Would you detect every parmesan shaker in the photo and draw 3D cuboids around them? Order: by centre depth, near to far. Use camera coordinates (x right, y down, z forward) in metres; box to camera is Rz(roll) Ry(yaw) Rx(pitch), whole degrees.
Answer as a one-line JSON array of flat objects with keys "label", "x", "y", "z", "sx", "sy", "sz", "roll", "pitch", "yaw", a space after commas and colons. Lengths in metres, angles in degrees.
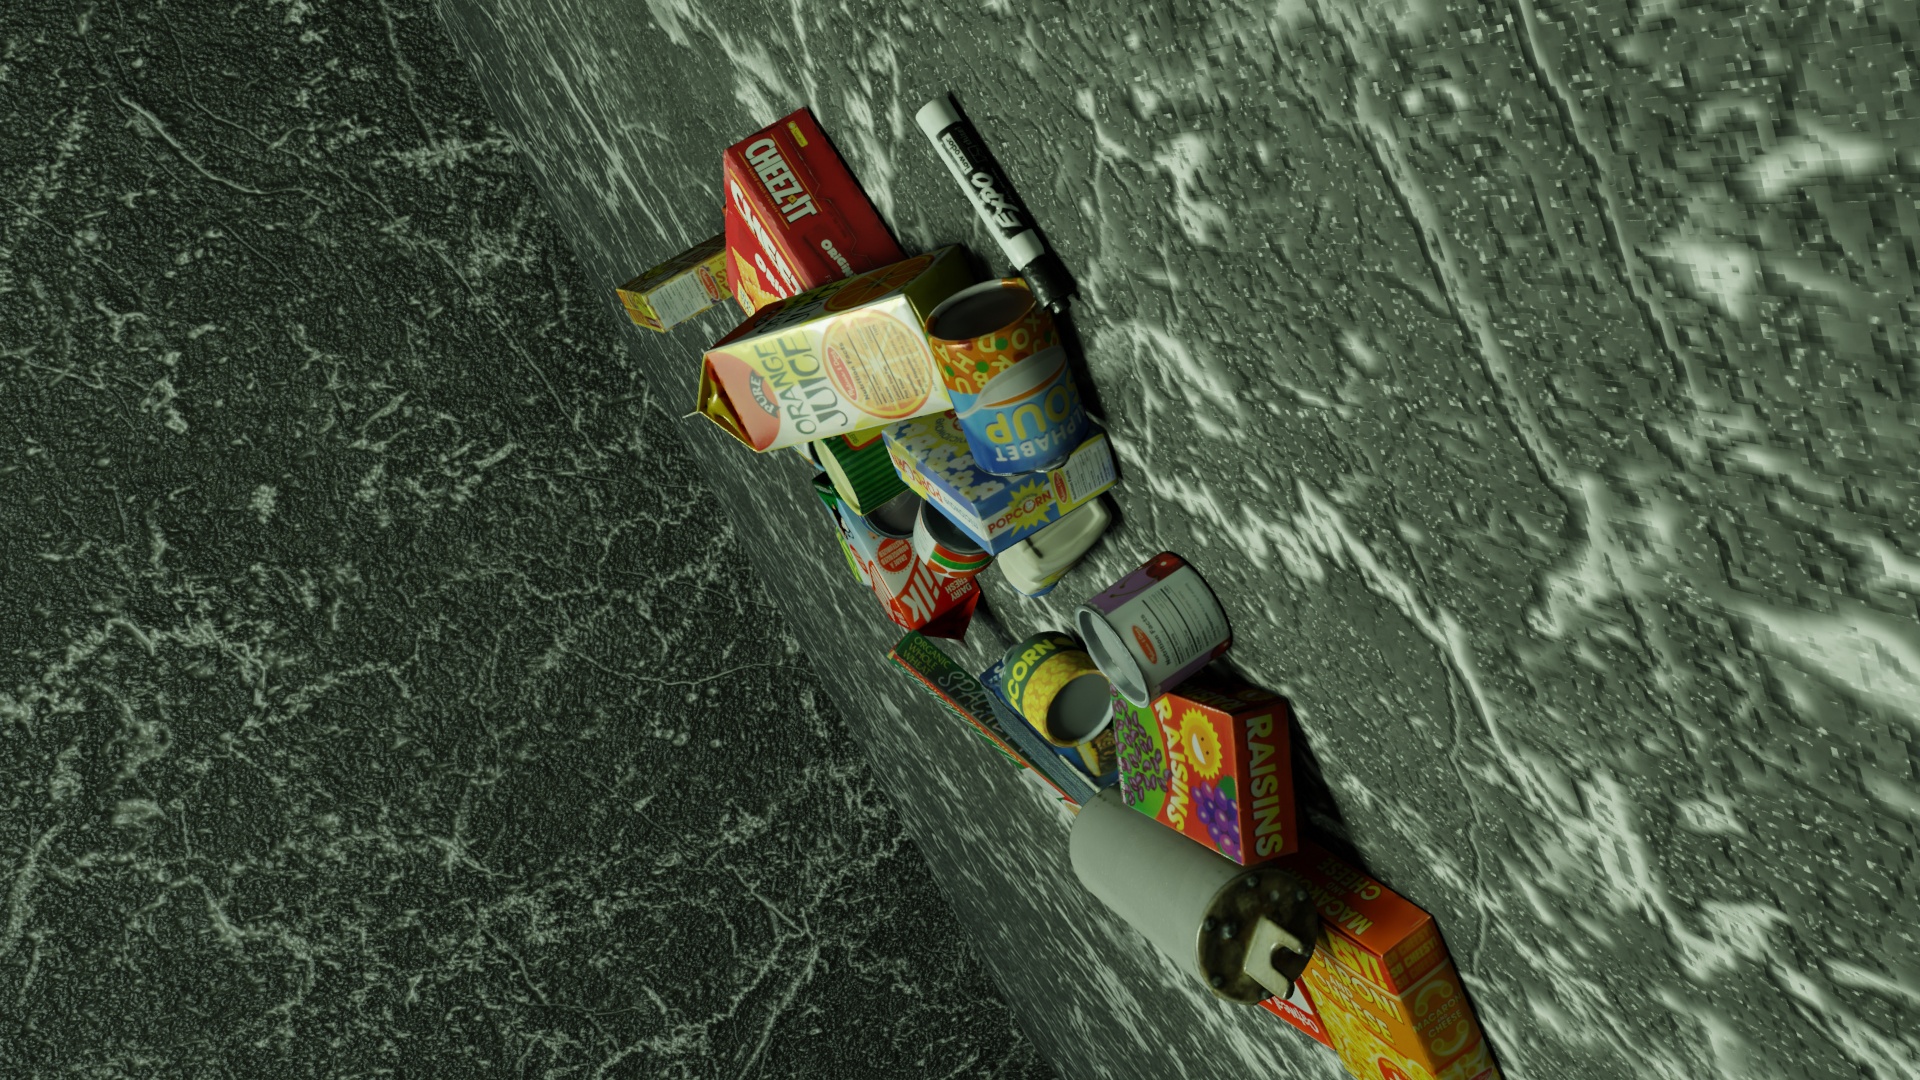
[{"label": "parmesan shaker", "x": -0.038, "y": -0.068, "z": 0.921, "sx": 0.071, "sy": 0.103, "sz": 0.071, "roll": 53, "pitch": 166, "yaw": 20}]

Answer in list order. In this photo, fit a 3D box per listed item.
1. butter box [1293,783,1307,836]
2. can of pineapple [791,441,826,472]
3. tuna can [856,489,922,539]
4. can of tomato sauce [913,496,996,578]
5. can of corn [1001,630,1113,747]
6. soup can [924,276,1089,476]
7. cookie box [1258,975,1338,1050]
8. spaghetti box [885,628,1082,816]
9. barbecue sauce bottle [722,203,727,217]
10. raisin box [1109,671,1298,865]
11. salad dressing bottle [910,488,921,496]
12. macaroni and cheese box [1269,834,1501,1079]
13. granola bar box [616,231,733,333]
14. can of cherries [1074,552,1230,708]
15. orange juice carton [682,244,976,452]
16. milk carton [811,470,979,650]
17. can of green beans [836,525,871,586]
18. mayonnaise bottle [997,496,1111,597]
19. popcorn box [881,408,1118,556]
[{"label": "butter box", "x": 0.160, "y": 0.133, "z": 0.825, "sx": 0.104, "sy": 0.024, "sz": 0.053, "roll": 39, "pitch": 156, "yaw": 55}, {"label": "can of pineapple", "x": -0.117, "y": -0.099, "z": 1.242, "sx": 0.058, "sy": 0.071, "sz": 0.070, "roll": 38, "pitch": 156, "yaw": 57}, {"label": "tuna can", "x": -0.056, "y": -0.036, "z": 1.149, "sx": 0.071, "sy": 0.071, "sz": 0.033, "roll": 60, "pitch": 167, "yaw": -10}, {"label": "can of tomato sauce", "x": 0.004, "y": -0.012, "z": 0.989, "sx": 0.071, "sy": 0.071, "sz": 0.083, "roll": 56, "pitch": 167, "yaw": 8}, {"label": "can of corn", "x": 0.070, "y": 0.106, "z": 1.002, "sx": 0.058, "sy": 0.071, "sz": 0.071, "roll": 40, "pitch": 158, "yaw": 52}, {"label": "soup can", "x": 0.026, "y": -0.085, "z": 0.725, "sx": 0.071, "sy": 0.071, "sz": 0.083, "roll": 40, "pitch": 158, "yaw": 54}, {"label": "cookie box", "x": 0.193, "y": 0.241, "z": 0.921, "sx": 0.167, "sy": 0.040, "sz": 0.123, "roll": 60, "pitch": 167, "yaw": -4}, {"label": "spaghetti box", "x": 0.042, "y": 0.165, "z": 1.176, "sx": 0.250, "sy": 0.029, "sz": 0.050, "roll": 40, "pitch": 165, "yaw": 2}, {"label": "barbecue sauce bottle", "x": -0.143, "y": -0.210, "z": 1.126, "sx": 0.065, "sy": 0.044, "sz": 0.148, "roll": 33, "pitch": 152, "yaw": 61}, {"label": "raisin box", "x": 0.134, "y": 0.121, "z": 0.778, "sx": 0.123, "sy": 0.040, "sz": 0.086, "roll": -167, "pitch": 69, "yaw": -65}, {"label": "salad dressing bottle", "x": -0.065, "y": -0.086, "z": 1.109, "sx": 0.148, "sy": 0.044, "sz": 0.064, "roll": 42, "pitch": 126, "yaw": 39}, {"label": "macaroni and cheese box", "x": 0.240, "y": 0.261, "z": 0.787, "sx": 0.166, "sy": 0.040, "sz": 0.124, "roll": 63, "pitch": 166, "yaw": -19}, {"label": "granola bar box", "x": -0.228, "y": -0.230, "z": 1.212, "sx": 0.039, "sy": 0.124, "sz": 0.166, "roll": 63, "pitch": 166, "yaw": -20}, {"label": "can of cherries", "x": 0.104, "y": 0.048, "z": 0.761, "sx": 0.071, "sy": 0.058, "sz": 0.071, "roll": 53, "pitch": 166, "yaw": 19}, {"label": "orange juice carton", "x": -0.078, "y": -0.107, "z": 0.824, "sx": 0.192, "sy": 0.072, "sz": 0.072, "roll": -10, "pitch": 117, "yaw": 33}, {"label": "milk carton", "x": -0.047, "y": 0.013, "z": 1.216, "sx": 0.190, "sy": 0.073, "sz": 0.072, "roll": 62, "pitch": 166, "yaw": -16}, {"label": "can of green beans", "x": -0.081, "y": 0.001, "z": 1.334, "sx": 0.071, "sy": 0.071, "sz": 0.057, "roll": 46, "pitch": 162, "yaw": 43}, {"label": "mayonnaise bottle", "x": 0.053, "y": 0.006, "z": 0.855, "sx": 0.041, "sy": 0.065, "sz": 0.147, "roll": 52, "pitch": 171, "yaw": 8}, {"label": "popcorn box", "x": 0.020, "y": -0.048, "z": 0.791, "sx": 0.127, "sy": 0.085, "sz": 0.038, "roll": 41, "pitch": 157, "yaw": 54}]
